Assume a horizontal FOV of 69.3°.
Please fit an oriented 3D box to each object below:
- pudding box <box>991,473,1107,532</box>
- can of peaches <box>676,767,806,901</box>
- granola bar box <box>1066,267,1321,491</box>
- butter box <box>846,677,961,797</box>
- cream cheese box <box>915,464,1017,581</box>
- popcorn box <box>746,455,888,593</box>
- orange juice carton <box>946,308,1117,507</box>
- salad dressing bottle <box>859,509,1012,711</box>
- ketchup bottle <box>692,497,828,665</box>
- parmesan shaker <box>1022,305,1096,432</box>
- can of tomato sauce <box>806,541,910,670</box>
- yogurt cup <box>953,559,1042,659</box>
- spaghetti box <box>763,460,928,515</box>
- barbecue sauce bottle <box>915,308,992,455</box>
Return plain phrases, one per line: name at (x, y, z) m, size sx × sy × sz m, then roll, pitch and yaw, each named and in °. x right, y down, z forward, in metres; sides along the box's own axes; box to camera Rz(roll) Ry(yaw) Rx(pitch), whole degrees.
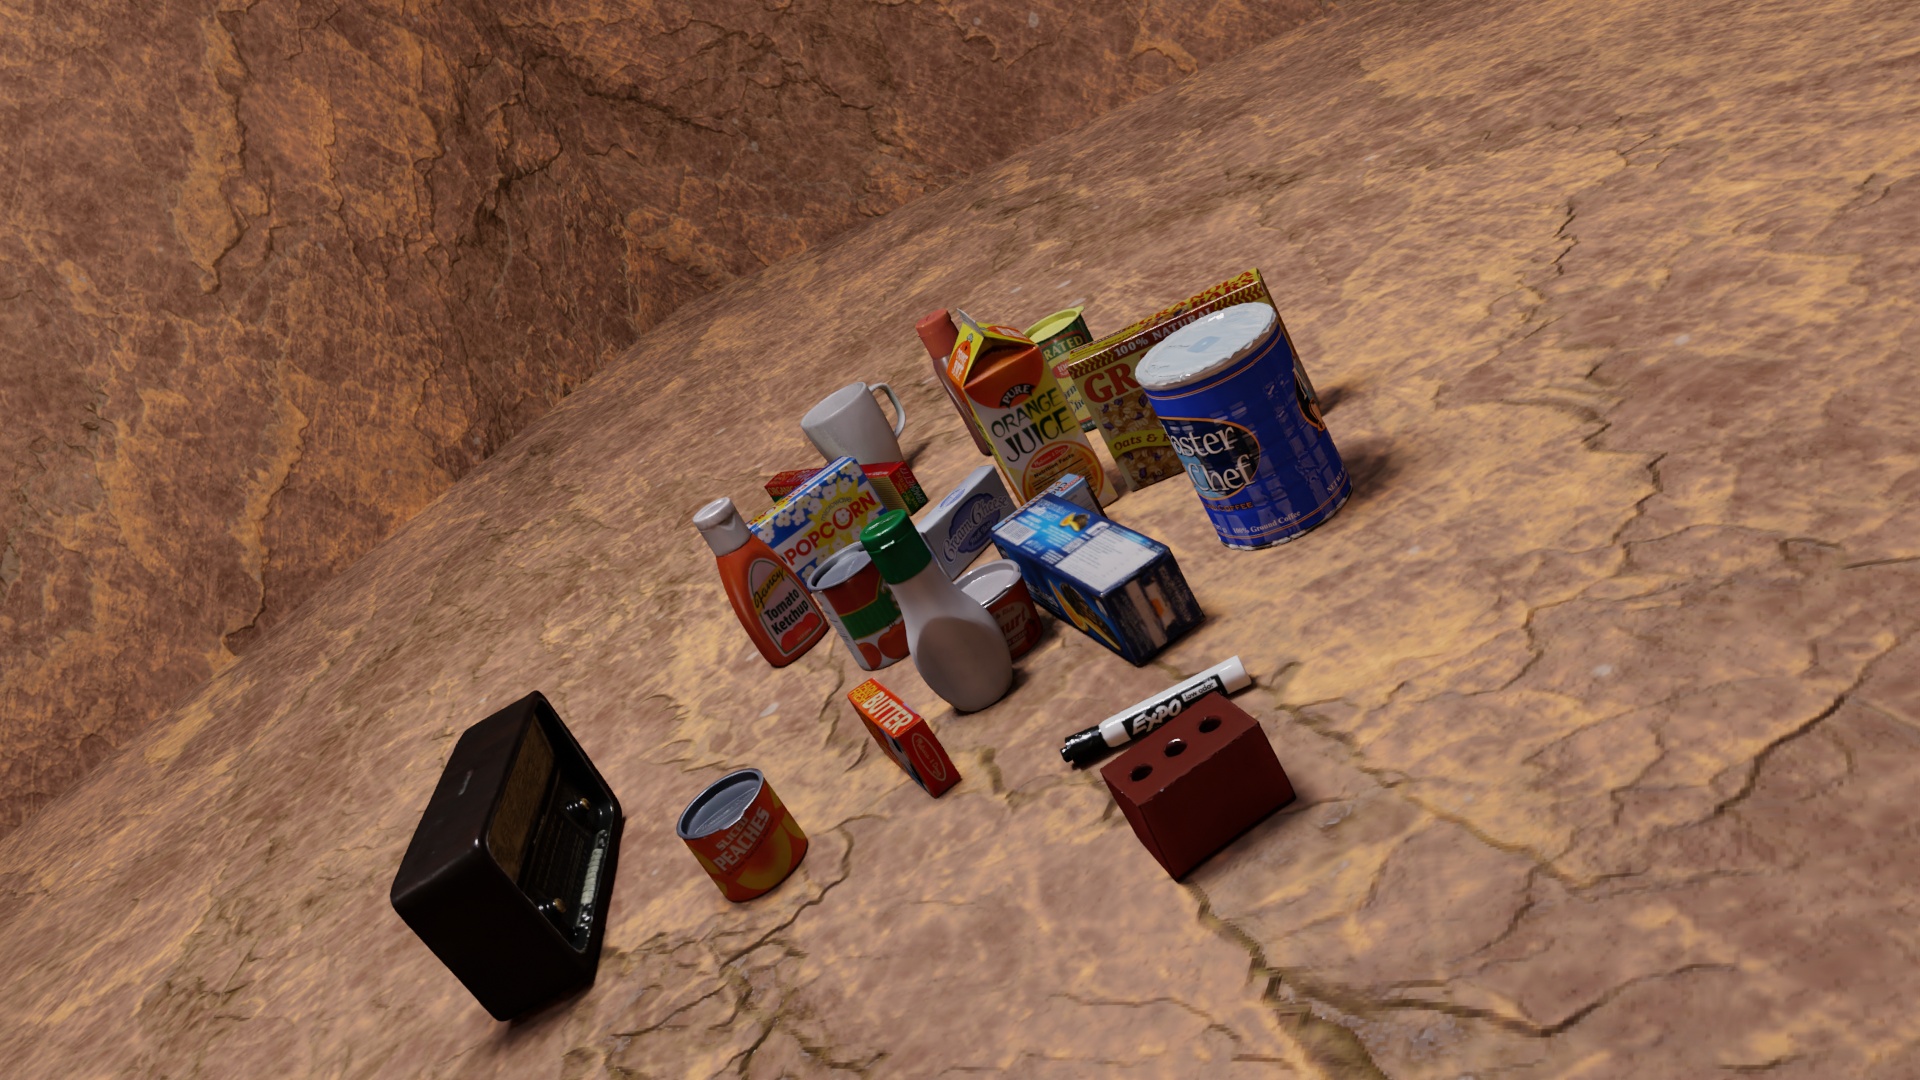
pudding box at (0.072, -0.011, 1.104) m, size 0.084 × 0.049 × 0.030 m, roll -36°, pitch 21°, yaw -16°
can of peaches at (-0.142, 0.193, 0.908) m, size 0.071 × 0.058 × 0.071 m, roll -26°, pitch 21°, yaw 11°
granola bar box at (0.186, -0.127, 1.112) m, size 0.165 × 0.124 × 0.039 m, roll -22°, pitch 22°, yaw 20°
butter box at (-0.039, 0.129, 0.925) m, size 0.024 × 0.053 × 0.103 m, roll -35°, pitch 21°, yaw -13°
cream cheese box at (0.004, -0.015, 1.199) m, size 0.024 × 0.053 × 0.104 m, roll -4°, pitch 33°, yaw 50°
popcorn box at (-0.135, -0.012, 1.333) m, size 0.127 × 0.085 × 0.038 m, roll -37°, pitch 21°, yaw -18°
orange juice carton at (0.050, -0.104, 1.146) m, size 0.073 × 0.192 × 0.072 m, roll -30°, pitch 20°, yaw 0°
salad dressing bottle at (-0.017, 0.048, 0.950) m, size 0.064 × 0.147 × 0.044 m, roll -27°, pitch 21°, yaw 9°
ketchup bottle at (-0.176, 0.033, 1.194) m, size 0.065 × 0.148 × 0.043 m, roll -42°, pitch 23°, yaw -28°
parmesan shaker at (0.109, -0.162, 1.326) m, size 0.071 × 0.103 × 0.071 m, roll -26°, pitch 21°, yaw 11°
can of tomato sauce at (-0.071, 0.051, 1.106) m, size 0.071 × 0.083 × 0.071 m, roll -26°, pitch 21°, yaw 11°
yogurt cup at (0.024, 0.054, 1.012) m, size 0.072 × 0.053 × 0.073 m, roll -26°, pitch 21°, yaw 11°
spaghetti box at (-0.125, -0.050, 1.458) m, size 0.029 × 0.050 × 0.250 m, roll -43°, pitch 24°, yaw -30°
barbecue sauce bottle at (0.005, -0.160, 1.397) m, size 0.043 × 0.148 × 0.065 m, roll -27°, pitch 21°, yaw 10°
